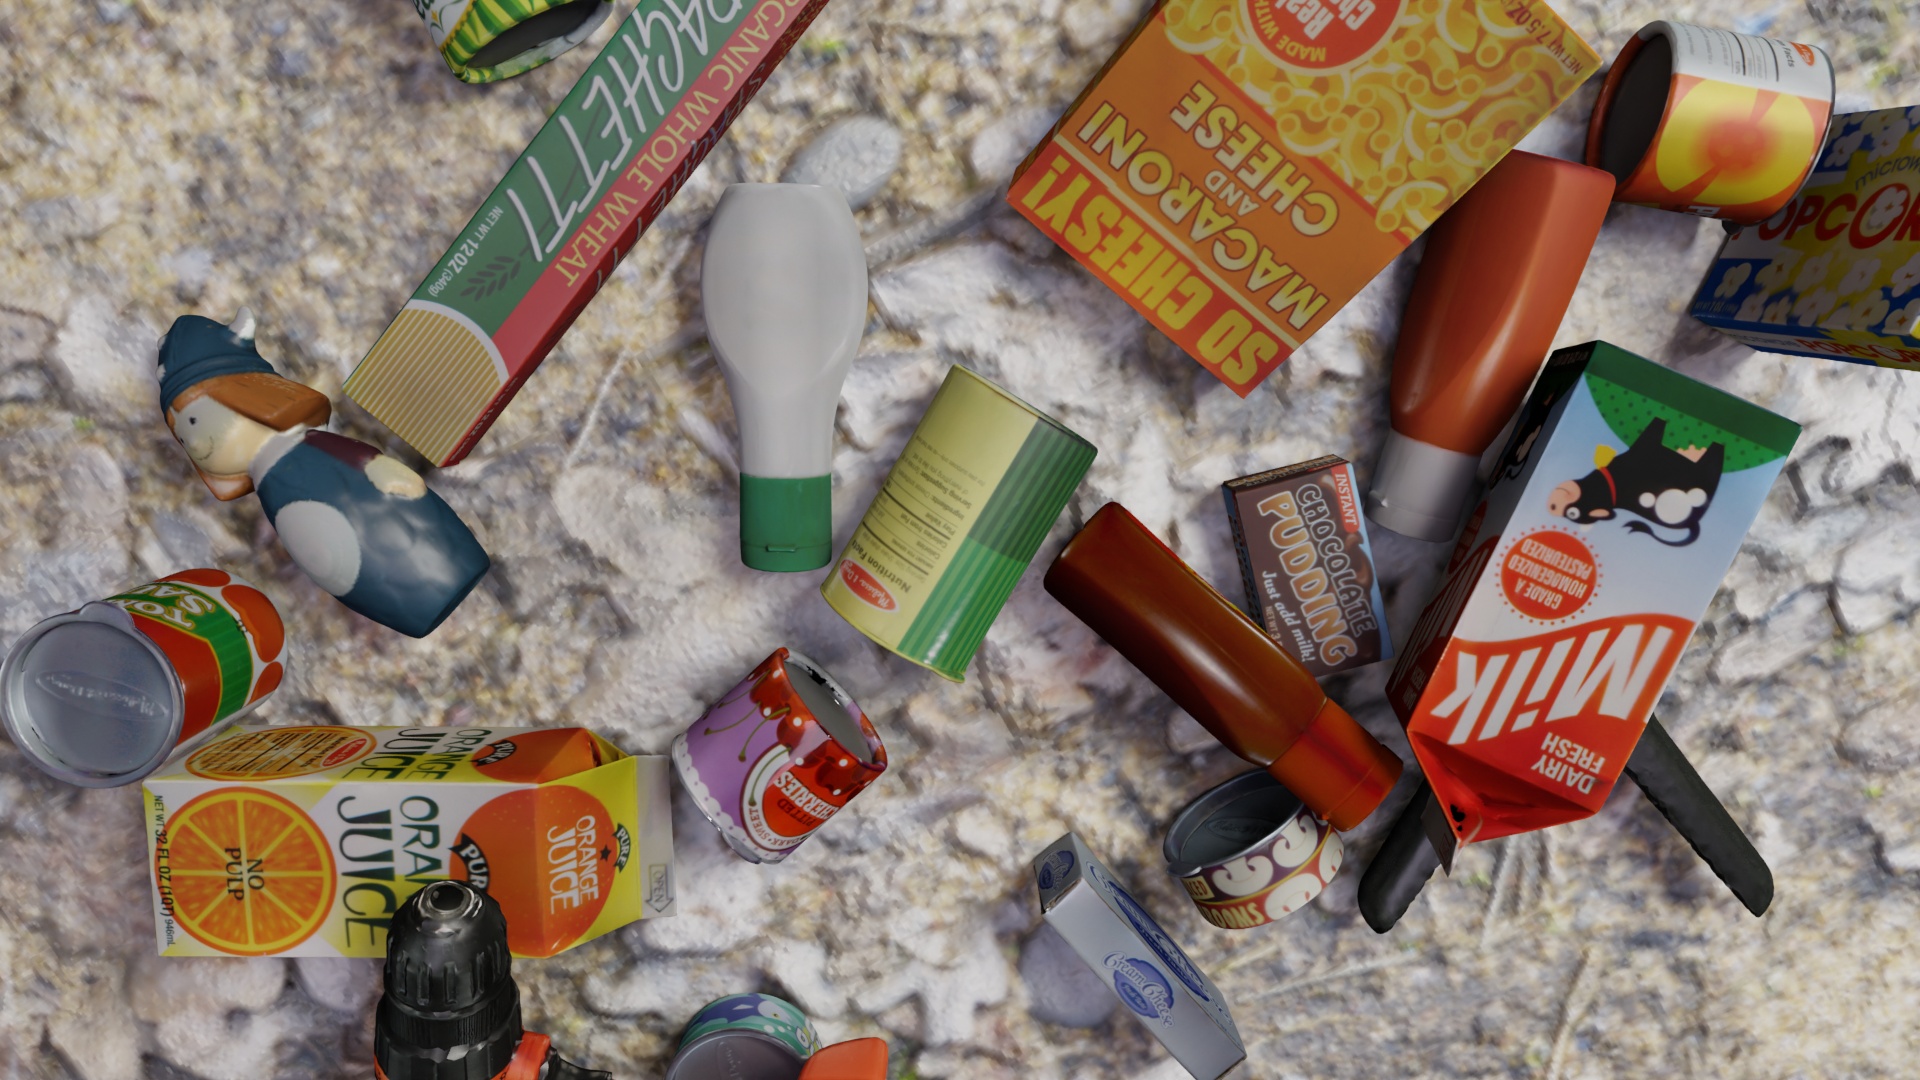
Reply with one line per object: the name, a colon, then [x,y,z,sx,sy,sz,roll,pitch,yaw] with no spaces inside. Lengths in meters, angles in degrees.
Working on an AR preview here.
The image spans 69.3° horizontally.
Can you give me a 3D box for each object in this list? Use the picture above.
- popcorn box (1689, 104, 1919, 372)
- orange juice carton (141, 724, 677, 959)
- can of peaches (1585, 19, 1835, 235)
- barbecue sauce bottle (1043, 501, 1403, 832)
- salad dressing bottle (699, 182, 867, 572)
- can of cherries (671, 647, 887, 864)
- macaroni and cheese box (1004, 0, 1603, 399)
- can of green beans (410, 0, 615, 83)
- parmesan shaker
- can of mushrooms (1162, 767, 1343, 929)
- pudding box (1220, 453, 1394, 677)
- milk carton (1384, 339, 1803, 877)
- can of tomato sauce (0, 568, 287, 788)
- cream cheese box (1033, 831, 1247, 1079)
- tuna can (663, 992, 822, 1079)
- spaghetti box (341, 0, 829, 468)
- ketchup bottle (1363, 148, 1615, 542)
popcorn box: [0.327,-0.107,0.491,0.038,0.127,0.085,25,100,-8]
orange juice carton: [-0.211,0.118,0.557,0.193,0.073,0.071,1,100,-1]
can of peaches: [0.274,-0.152,0.514,0.058,0.071,0.071,10,100,-2]
barbecue sauce bottle: [0.100,0.049,0.533,0.148,0.064,0.044,41,82,9]
salad dressing bottle: [-0.069,-0.063,0.541,0.064,0.044,0.147,1,101,-2]
can of cherries: [-0.070,0.086,0.553,0.058,0.071,0.071,-41,98,6]
macaroni and cheese box: [0.116,-0.150,0.496,0.123,0.040,0.165,38,119,-12]
can of green beans: [-0.168,-0.207,0.504,0.071,0.071,0.057,-28,99,5]
parmesan shaker: [0.002,-0.007,0.537,0.071,0.071,0.103,31,98,-5]
can of mushrooms: [0.117,0.125,0.560,0.071,0.071,0.033,-30,101,5]
pudding box: [0.140,0.012,0.560,0.050,0.030,0.083,-14,100,2]
milk carton: [0.215,0.029,0.508,0.073,0.072,0.190,25,99,8]
can of tomato sauce: [-0.313,0.049,0.540,0.071,0.083,0.071,0,100,0]
cream cheese box: [0.073,0.172,0.576,0.024,0.053,0.103,-42,97,5]
tuna can: [-0.090,0.231,0.597,0.071,0.033,0.071,0,100,0]
spaghetti box: [-0.142,-0.137,0.535,0.050,0.029,0.249,40,98,-7]
ketchup bottle: [0.194,-0.074,0.531,0.043,0.065,0.148,7,110,-21]
